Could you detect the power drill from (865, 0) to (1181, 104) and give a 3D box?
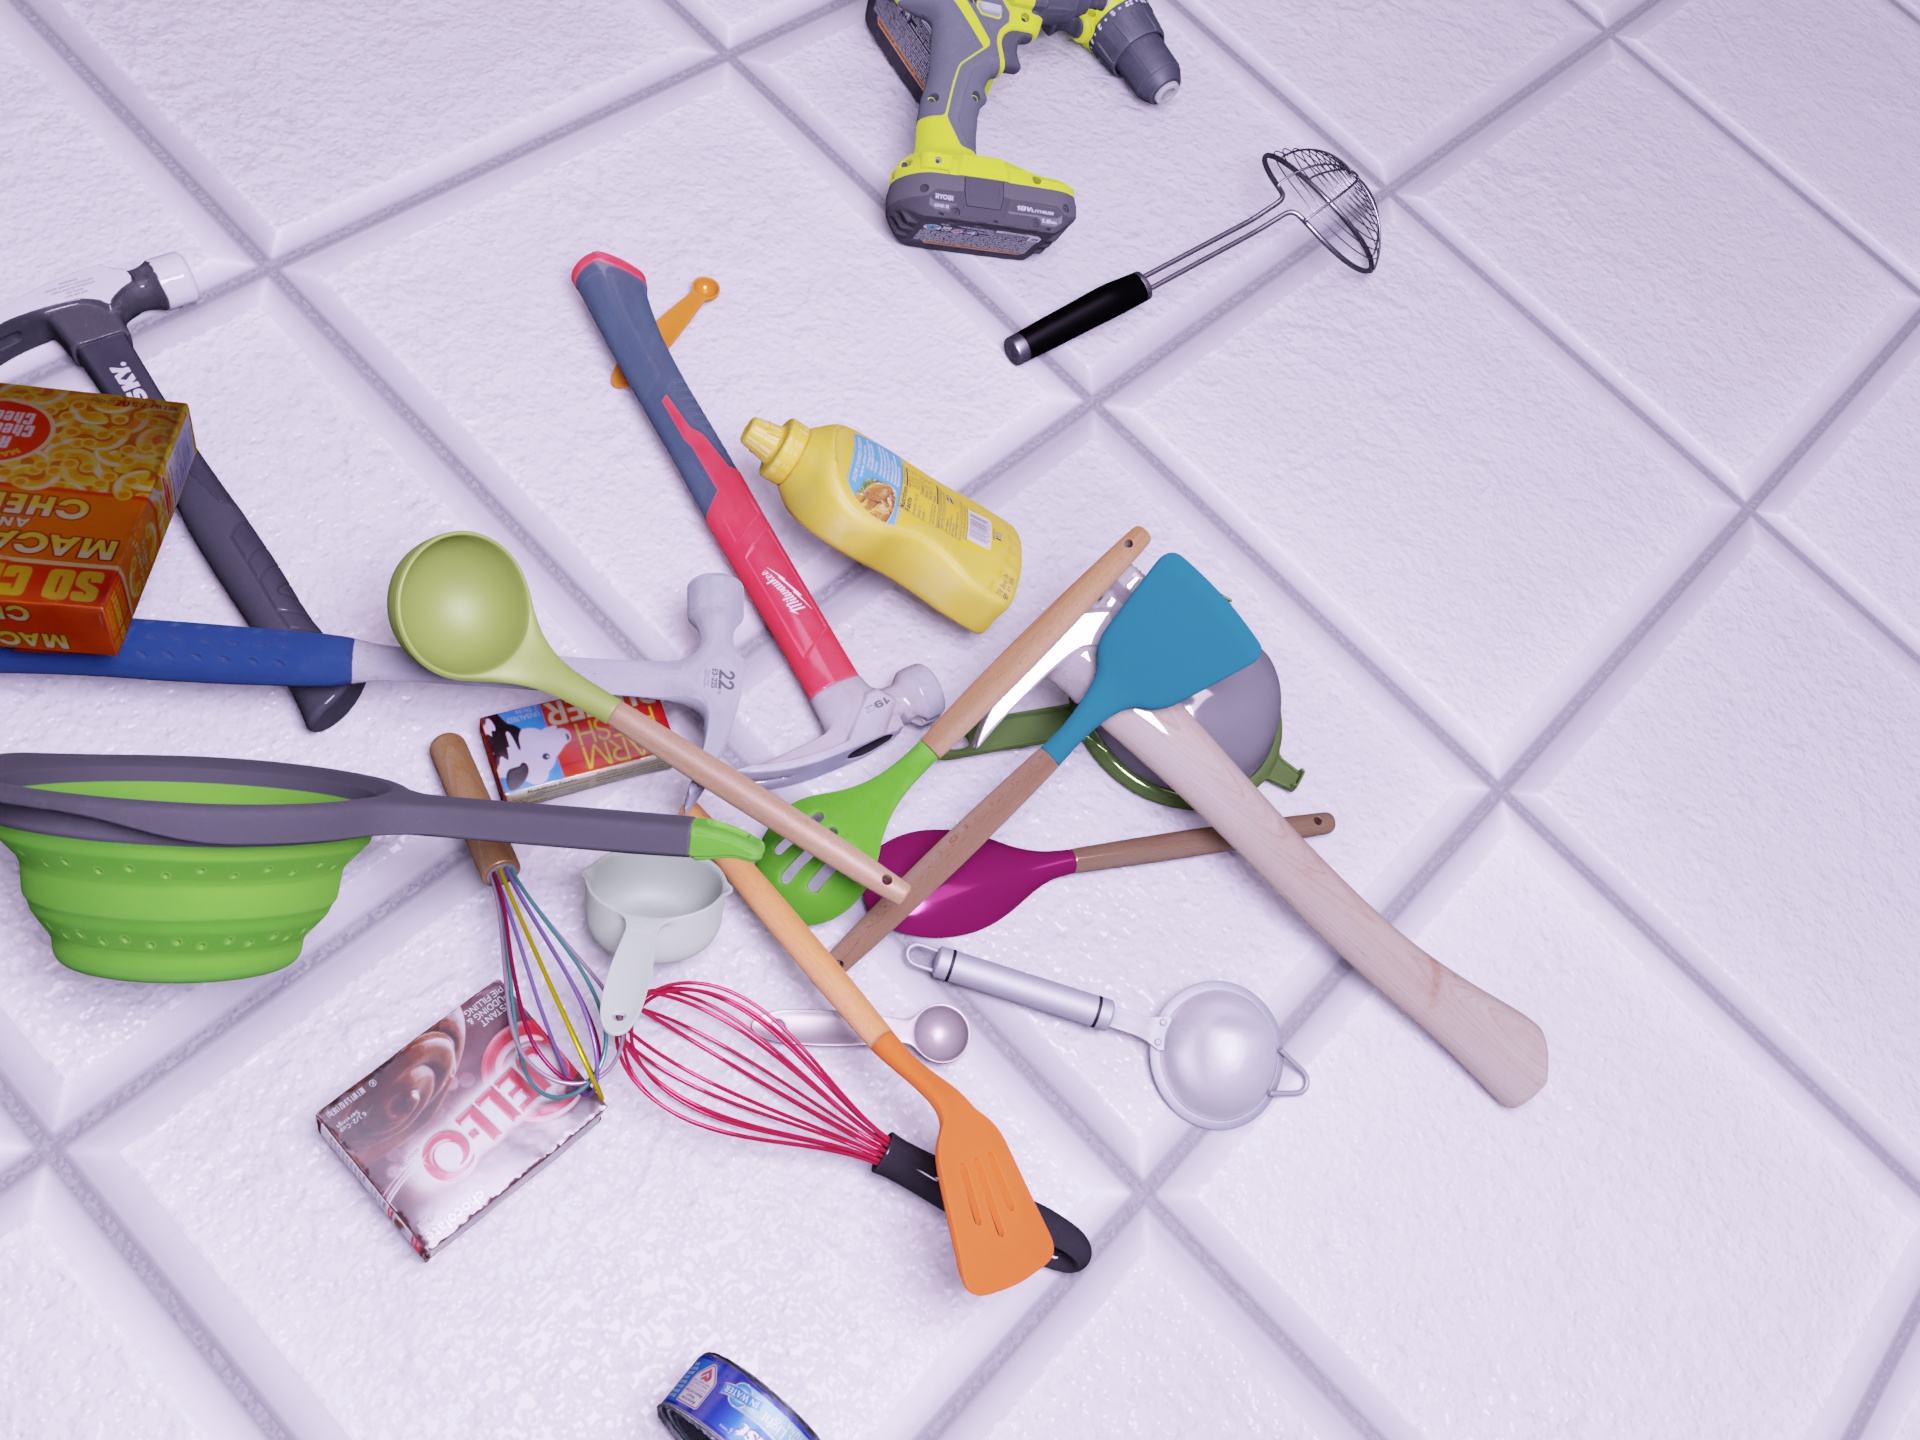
[{"bbox_3d":[0.058,-0.563,1.285,0.228,0.080,0.191,-25,77,-29],"label":"power drill"}]

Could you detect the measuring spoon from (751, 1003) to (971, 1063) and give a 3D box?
[{"bbox_3d":[-0.056,0.176,0.899,0.124,0.018,0.034,4,64,-7],"label":"measuring spoon"}]

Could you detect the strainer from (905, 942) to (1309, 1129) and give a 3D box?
[{"bbox_3d":[0.090,0.175,0.928,0.258,0.050,0.087,18,74,-3],"label":"strainer"}]

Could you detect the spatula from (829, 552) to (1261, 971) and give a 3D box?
[{"bbox_3d":[0.034,0.038,0.914,0.317,0.044,0.082,-44,99,-7],"label":"spatula"}]

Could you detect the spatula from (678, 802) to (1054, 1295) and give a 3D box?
[{"bbox_3d":[-0.062,0.161,0.855,0.323,0.041,0.081,46,23,26],"label":"spatula"}]

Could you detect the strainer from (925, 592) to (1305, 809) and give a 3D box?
[{"bbox_3d":[0.103,-0.015,1.011,0.256,0.069,0.152,-9,66,-22],"label":"strainer"}]

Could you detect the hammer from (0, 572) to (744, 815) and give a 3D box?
[{"bbox_3d":[-0.321,-0.027,0.871,0.405,0.035,0.144,3,65,-14],"label":"hammer"}]

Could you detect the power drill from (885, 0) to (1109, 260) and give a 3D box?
[{"bbox_3d":[0.025,-0.462,1.165,0.171,0.080,0.223,3,90,-16],"label":"power drill"}]

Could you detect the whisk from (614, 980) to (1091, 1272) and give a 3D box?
[{"bbox_3d":[-0.058,0.221,0.848,0.295,0.073,0.073,30,59,-6],"label":"whisk"}]

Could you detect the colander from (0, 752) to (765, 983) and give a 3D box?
[{"bbox_3d":[-0.299,0.081,0.786,0.397,0.204,0.094,5,93,-4],"label":"colander"}]

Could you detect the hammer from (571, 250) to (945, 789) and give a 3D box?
[{"bbox_3d":[-0.164,-0.137,1.009,0.143,0.038,0.386,-24,74,-25],"label":"hammer"}]

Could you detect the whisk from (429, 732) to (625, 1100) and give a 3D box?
[{"bbox_3d":[-0.237,0.101,0.845,0.051,0.047,0.245,-40,58,9],"label":"whisk"}]

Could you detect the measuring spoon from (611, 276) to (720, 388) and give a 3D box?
[{"bbox_3d":[-0.202,-0.264,1.088,0.021,0.011,0.117,33,62,2],"label":"measuring spoon"}]

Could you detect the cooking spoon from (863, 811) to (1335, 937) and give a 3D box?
[{"bbox_3d":[0.093,0.083,0.986,0.318,0.017,0.069,-7,67,-19],"label":"cooking spoon"}]

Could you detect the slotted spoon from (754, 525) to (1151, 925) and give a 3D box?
[{"bbox_3d":[-0.001,-0.003,0.925,0.314,0.031,0.070,-45,73,-7],"label":"slotted spoon"}]

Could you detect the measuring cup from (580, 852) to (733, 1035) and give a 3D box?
[{"bbox_3d":[-0.167,0.123,0.831,0.083,0.038,0.168,7,27,-4],"label":"measuring cup"}]

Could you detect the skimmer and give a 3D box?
[{"bbox_3d":[0.182,-0.345,1.234,0.363,0.090,0.127,-31,78,-17],"label":"skimmer"}]

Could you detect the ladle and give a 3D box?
[{"bbox_3d":[-0.162,0.006,0.849,0.320,0.062,0.078,33,66,-2],"label":"ladle"}]

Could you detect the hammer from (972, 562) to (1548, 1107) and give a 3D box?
[{"bbox_3d":[0.194,0.094,0.970,0.410,0.038,0.146,44,88,-3],"label":"hammer"}]

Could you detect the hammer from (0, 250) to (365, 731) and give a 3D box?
[{"bbox_3d":[-0.450,-0.130,0.927,0.146,0.035,0.335,-30,75,-28],"label":"hammer"}]
